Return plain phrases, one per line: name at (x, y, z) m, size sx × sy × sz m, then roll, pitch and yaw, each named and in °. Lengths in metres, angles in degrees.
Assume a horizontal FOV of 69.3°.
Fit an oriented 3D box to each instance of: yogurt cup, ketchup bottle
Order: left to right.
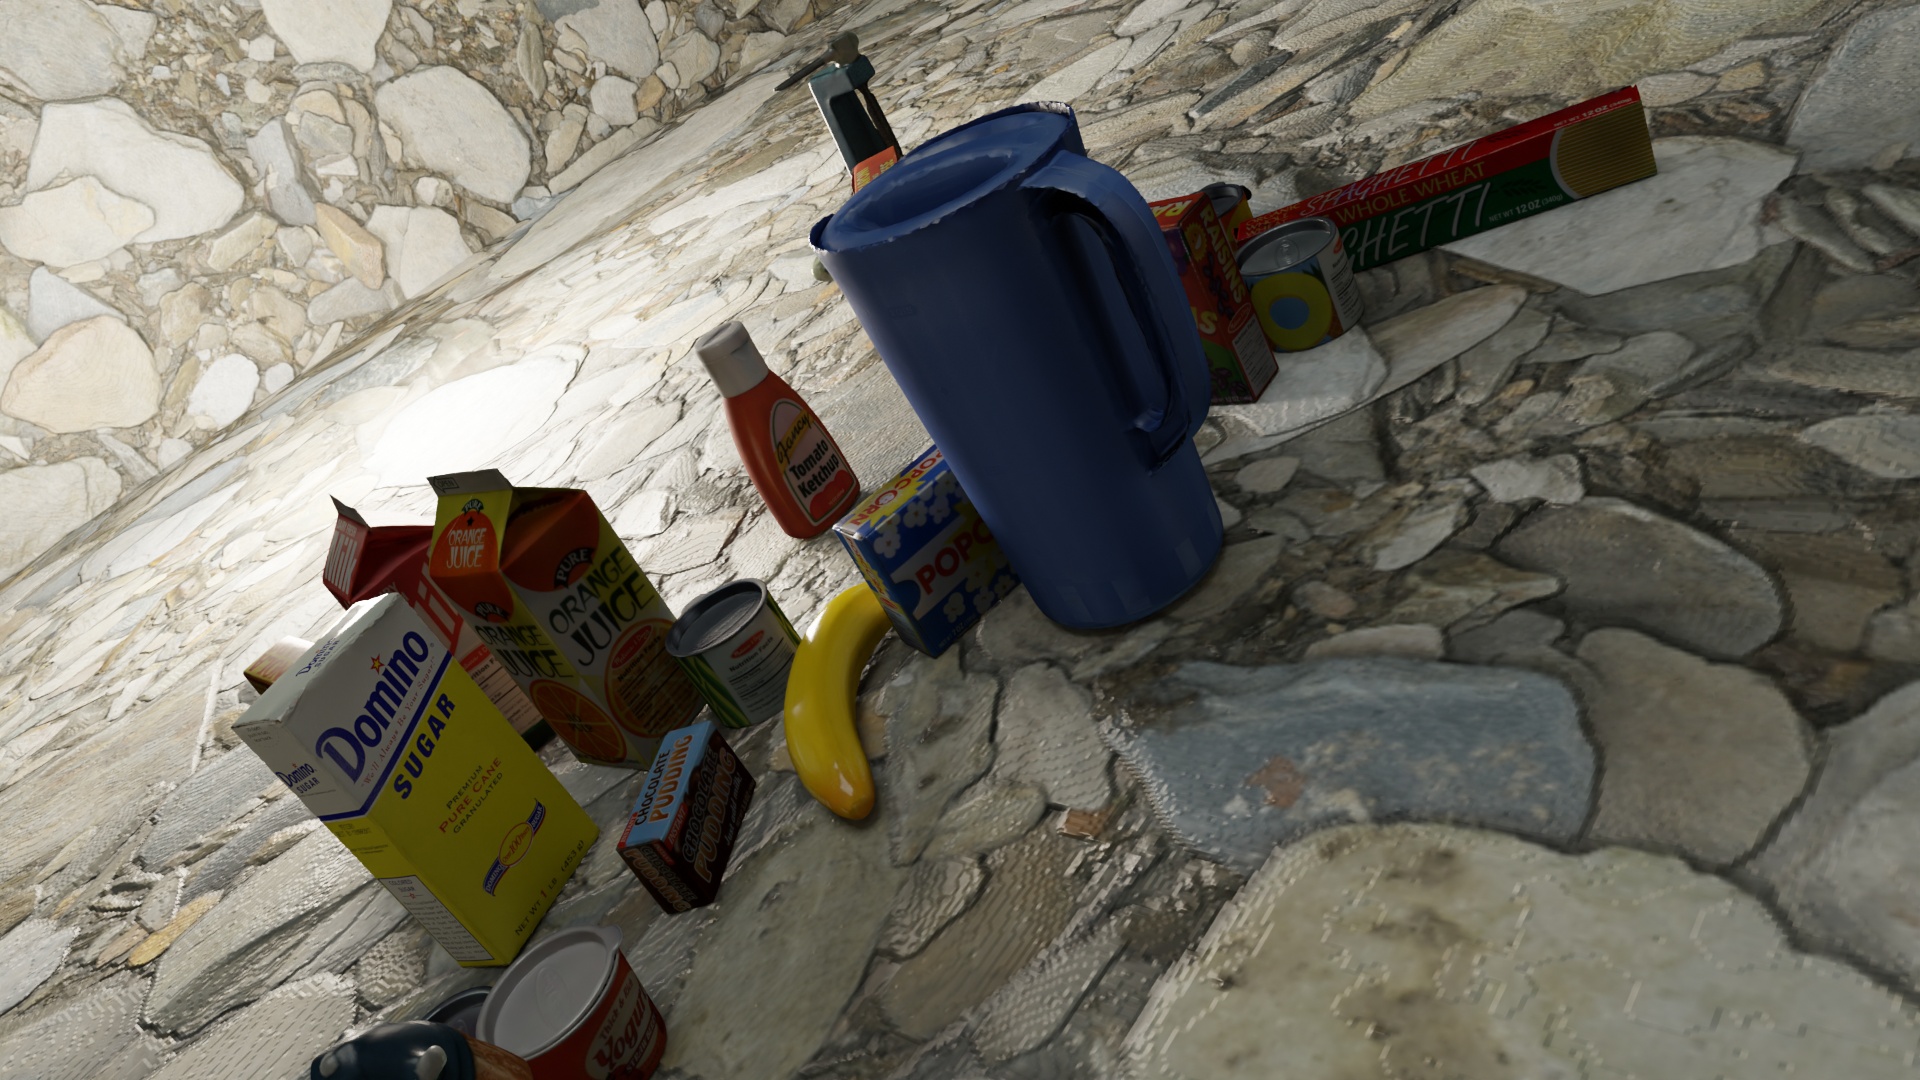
yogurt cup at (-0.163, 0.207, 0.593) m, size 0.072 × 0.053 × 0.073 m, roll -22°, pitch 28°, yaw 13°
ketchup bottle at (-0.125, -0.075, 0.928) m, size 0.043 × 0.148 × 0.065 m, roll 1°, pitch 40°, yaw 45°

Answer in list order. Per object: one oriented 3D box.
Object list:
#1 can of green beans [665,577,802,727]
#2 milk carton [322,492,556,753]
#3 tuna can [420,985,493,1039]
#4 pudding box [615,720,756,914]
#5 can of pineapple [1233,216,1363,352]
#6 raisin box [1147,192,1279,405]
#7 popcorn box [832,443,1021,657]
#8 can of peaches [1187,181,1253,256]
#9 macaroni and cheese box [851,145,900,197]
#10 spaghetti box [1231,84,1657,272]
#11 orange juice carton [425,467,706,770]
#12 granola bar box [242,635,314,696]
can of green beans at (-0.125, 0.064, 0.793) m, size 0.071 × 0.057 × 0.071 m, roll -22°, pitch 28°, yaw 13°
milk carton at (-0.322, 0.050, 0.858) m, size 0.074 × 0.190 × 0.072 m, roll -42°, pitch 30°, yaw -23°
tuna can at (-0.224, 0.238, 0.621) m, size 0.071 × 0.032 × 0.071 m, roll -22°, pitch 28°, yaw 13°
pudding box at (-0.135, 0.136, 0.691) m, size 0.030 × 0.049 × 0.084 m, roll -18°, pitch 30°, yaw 21°
can of pineapple at (0.206, -0.157, 0.853) m, size 0.071 × 0.057 × 0.071 m, roll -22°, pitch 28°, yaw 13°
raisin box at (0.126, -0.139, 0.828) m, size 0.086 × 0.123 × 0.040 m, roll 2°, pitch 41°, yaw 46°
popcorn box at (0.003, -0.010, 0.767) m, size 0.127 × 0.085 × 0.038 m, roll -41°, pitch 29°, yaw -21°
can of peaches at (0.175, -0.207, 0.964) m, size 0.071 × 0.058 × 0.071 m, roll -22°, pitch 28°, yaw 13°
macaroni and cheese box at (-0.024, -0.189, 1.004) m, size 0.040 × 0.166 × 0.124 m, roll -25°, pitch 28°, yaw 8°
spaghetti box at (0.296, -0.213, 0.870) m, size 0.249 × 0.050 × 0.029 m, roll -16°, pitch 30°, yaw 24°
orange juice carton at (-0.226, 0.037, 0.788) m, size 0.071 × 0.192 × 0.073 m, roll -3°, pitch 37°, yaw 40°
granola bar box at (-0.353, 0.122, 0.837) m, size 0.165 × 0.123 × 0.039 m, roll 4°, pitch 42°, yaw 46°
